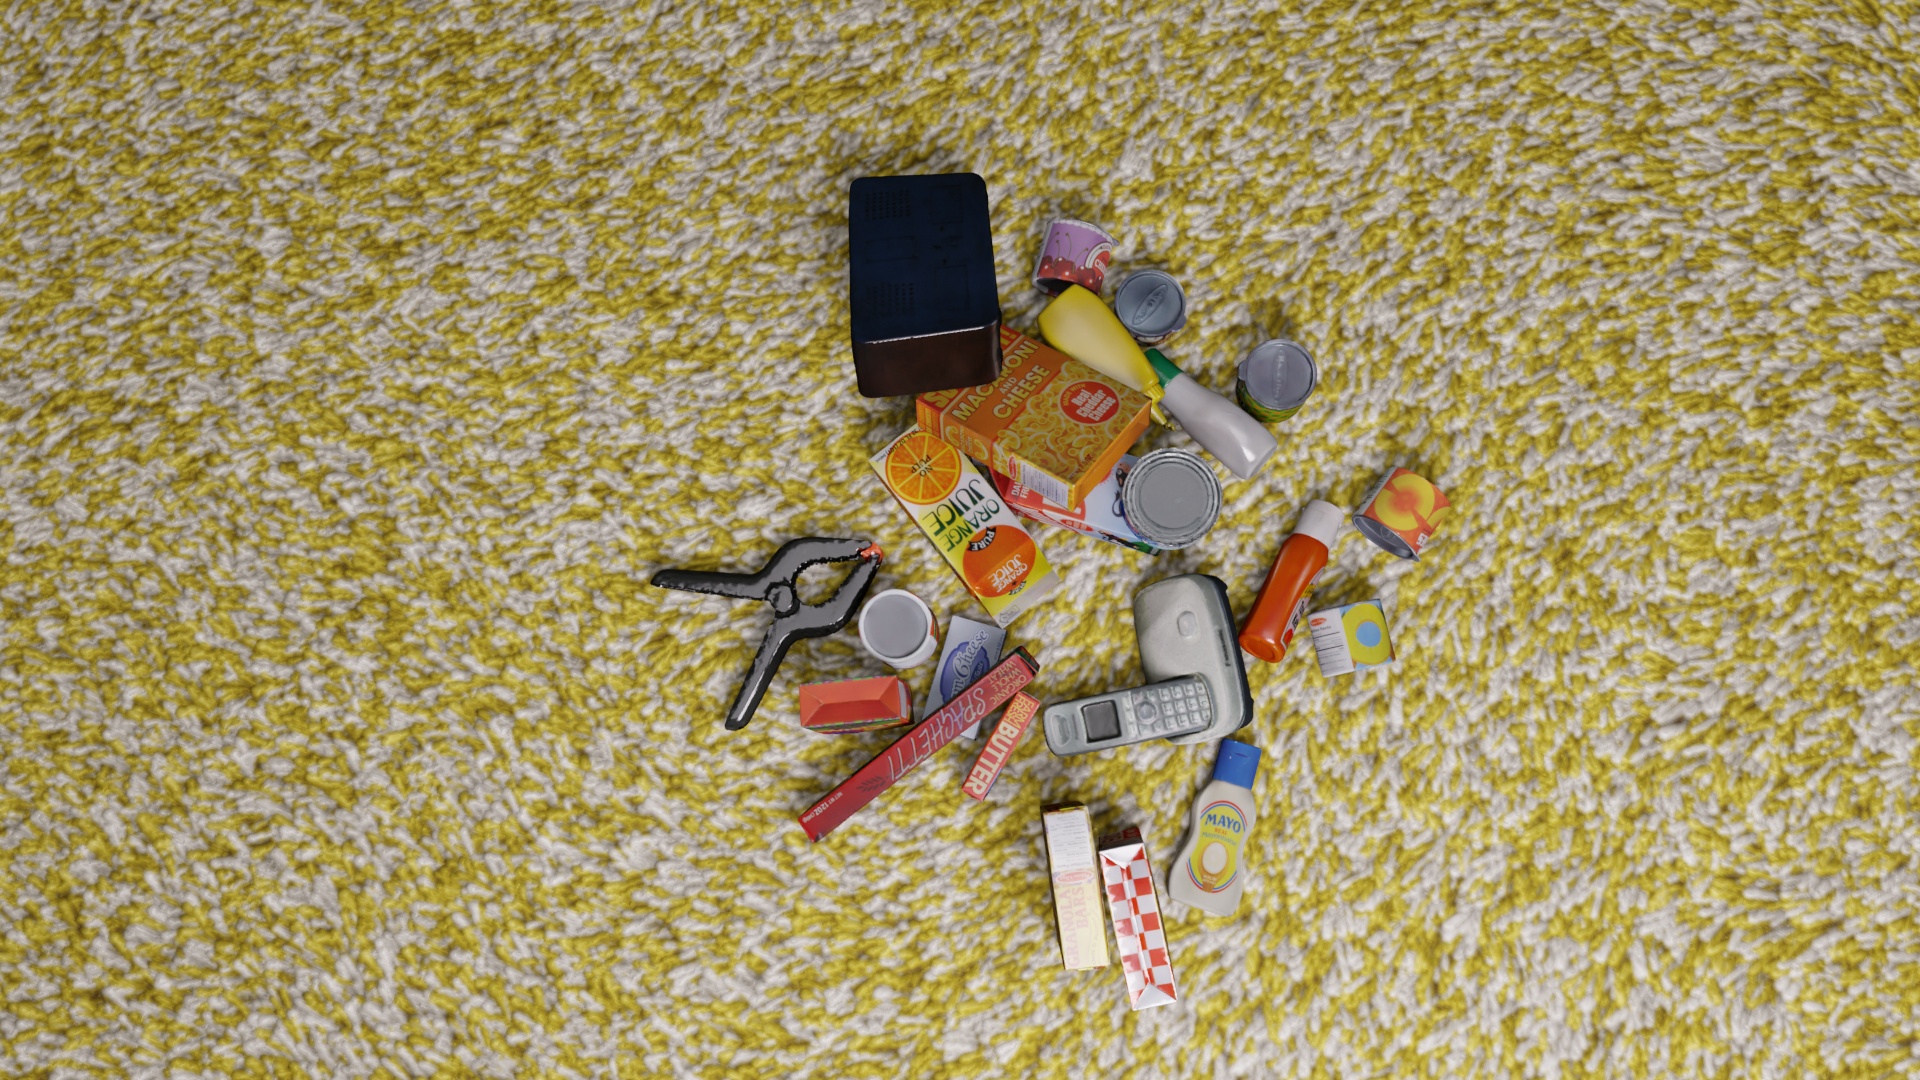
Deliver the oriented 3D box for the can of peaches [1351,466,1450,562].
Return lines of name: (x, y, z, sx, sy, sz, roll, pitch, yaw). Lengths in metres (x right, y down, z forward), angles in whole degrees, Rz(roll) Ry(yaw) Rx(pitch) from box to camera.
can of peaches: (0.396, -0.024, 1.243, 0.071, 0.071, 0.058, 36, 84, 8)

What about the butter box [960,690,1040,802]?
butter box: (0.036, 0.182, 1.236, 0.024, 0.053, 0.103, 30, 84, 5)

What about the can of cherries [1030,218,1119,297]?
can of cherries: (0.107, -0.260, 1.296, 0.071, 0.071, 0.058, 16, 83, 6)

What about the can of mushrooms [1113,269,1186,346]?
can of mushrooms: (0.179, -0.216, 1.303, 0.071, 0.033, 0.071, 0, 80, 3)

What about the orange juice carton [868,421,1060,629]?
orange juice carton: (0.004, -0.016, 1.260, 0.072, 0.073, 0.193, -38, 81, -4)

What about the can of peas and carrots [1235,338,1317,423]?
can of peas and carrots: (0.286, -0.145, 1.273, 0.071, 0.058, 0.071, -1, 81, 4)

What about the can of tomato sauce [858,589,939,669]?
can of tomato sauce: (-0.056, 0.078, 1.242, 0.071, 0.083, 0.071, 0, 81, 3)

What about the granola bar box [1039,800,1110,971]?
granola bar box: (0.094, 0.283, 1.160, 0.039, 0.165, 0.124, -7, 81, 1)

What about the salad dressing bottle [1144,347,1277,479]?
salad dressing bottle: (0.221, -0.118, 1.273, 0.148, 0.064, 0.044, 42, 74, 16)

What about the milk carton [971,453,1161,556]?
milk carton: (0.100, -0.050, 1.260, 0.191, 0.072, 0.073, 17, 82, 6)

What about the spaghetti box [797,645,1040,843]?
spaghetti box: (-0.036, 0.178, 1.220, 0.250, 0.050, 0.028, -38, 88, 7)

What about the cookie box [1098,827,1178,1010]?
cookie box: (0.147, 0.308, 1.152, 0.040, 0.167, 0.123, -13, 81, 4)

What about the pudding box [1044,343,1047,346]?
pudding box: (0.082, -0.157, 1.300, 0.084, 0.030, 0.050, -21, 81, 0)

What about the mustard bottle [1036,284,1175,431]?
mustard bottle: (0.138, -0.156, 1.257, 0.065, 0.049, 0.160, -40, 83, 1)

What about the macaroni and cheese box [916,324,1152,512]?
macaroni and cheese box: (0.064, -0.110, 1.214, 0.167, 0.040, 0.124, 30, 59, 23)

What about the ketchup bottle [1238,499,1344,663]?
ketchup bottle: (0.297, 0.034, 1.244, 0.043, 0.064, 0.149, 23, 74, 20)

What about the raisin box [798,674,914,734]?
raisin box: (-0.088, 0.145, 1.213, 0.086, 0.123, 0.040, -7, 80, 2)

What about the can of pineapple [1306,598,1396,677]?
can of pineapple: (0.347, 0.086, 1.229, 0.071, 0.071, 0.058, -12, 81, 1)

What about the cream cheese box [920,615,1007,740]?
cream cheese box: (0.003, 0.124, 1.262, 0.053, 0.024, 0.104, 15, 82, 7)

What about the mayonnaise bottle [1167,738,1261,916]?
mayonnaise bottle: (0.228, 0.250, 1.220, 0.065, 0.041, 0.148, 15, 83, 7)
